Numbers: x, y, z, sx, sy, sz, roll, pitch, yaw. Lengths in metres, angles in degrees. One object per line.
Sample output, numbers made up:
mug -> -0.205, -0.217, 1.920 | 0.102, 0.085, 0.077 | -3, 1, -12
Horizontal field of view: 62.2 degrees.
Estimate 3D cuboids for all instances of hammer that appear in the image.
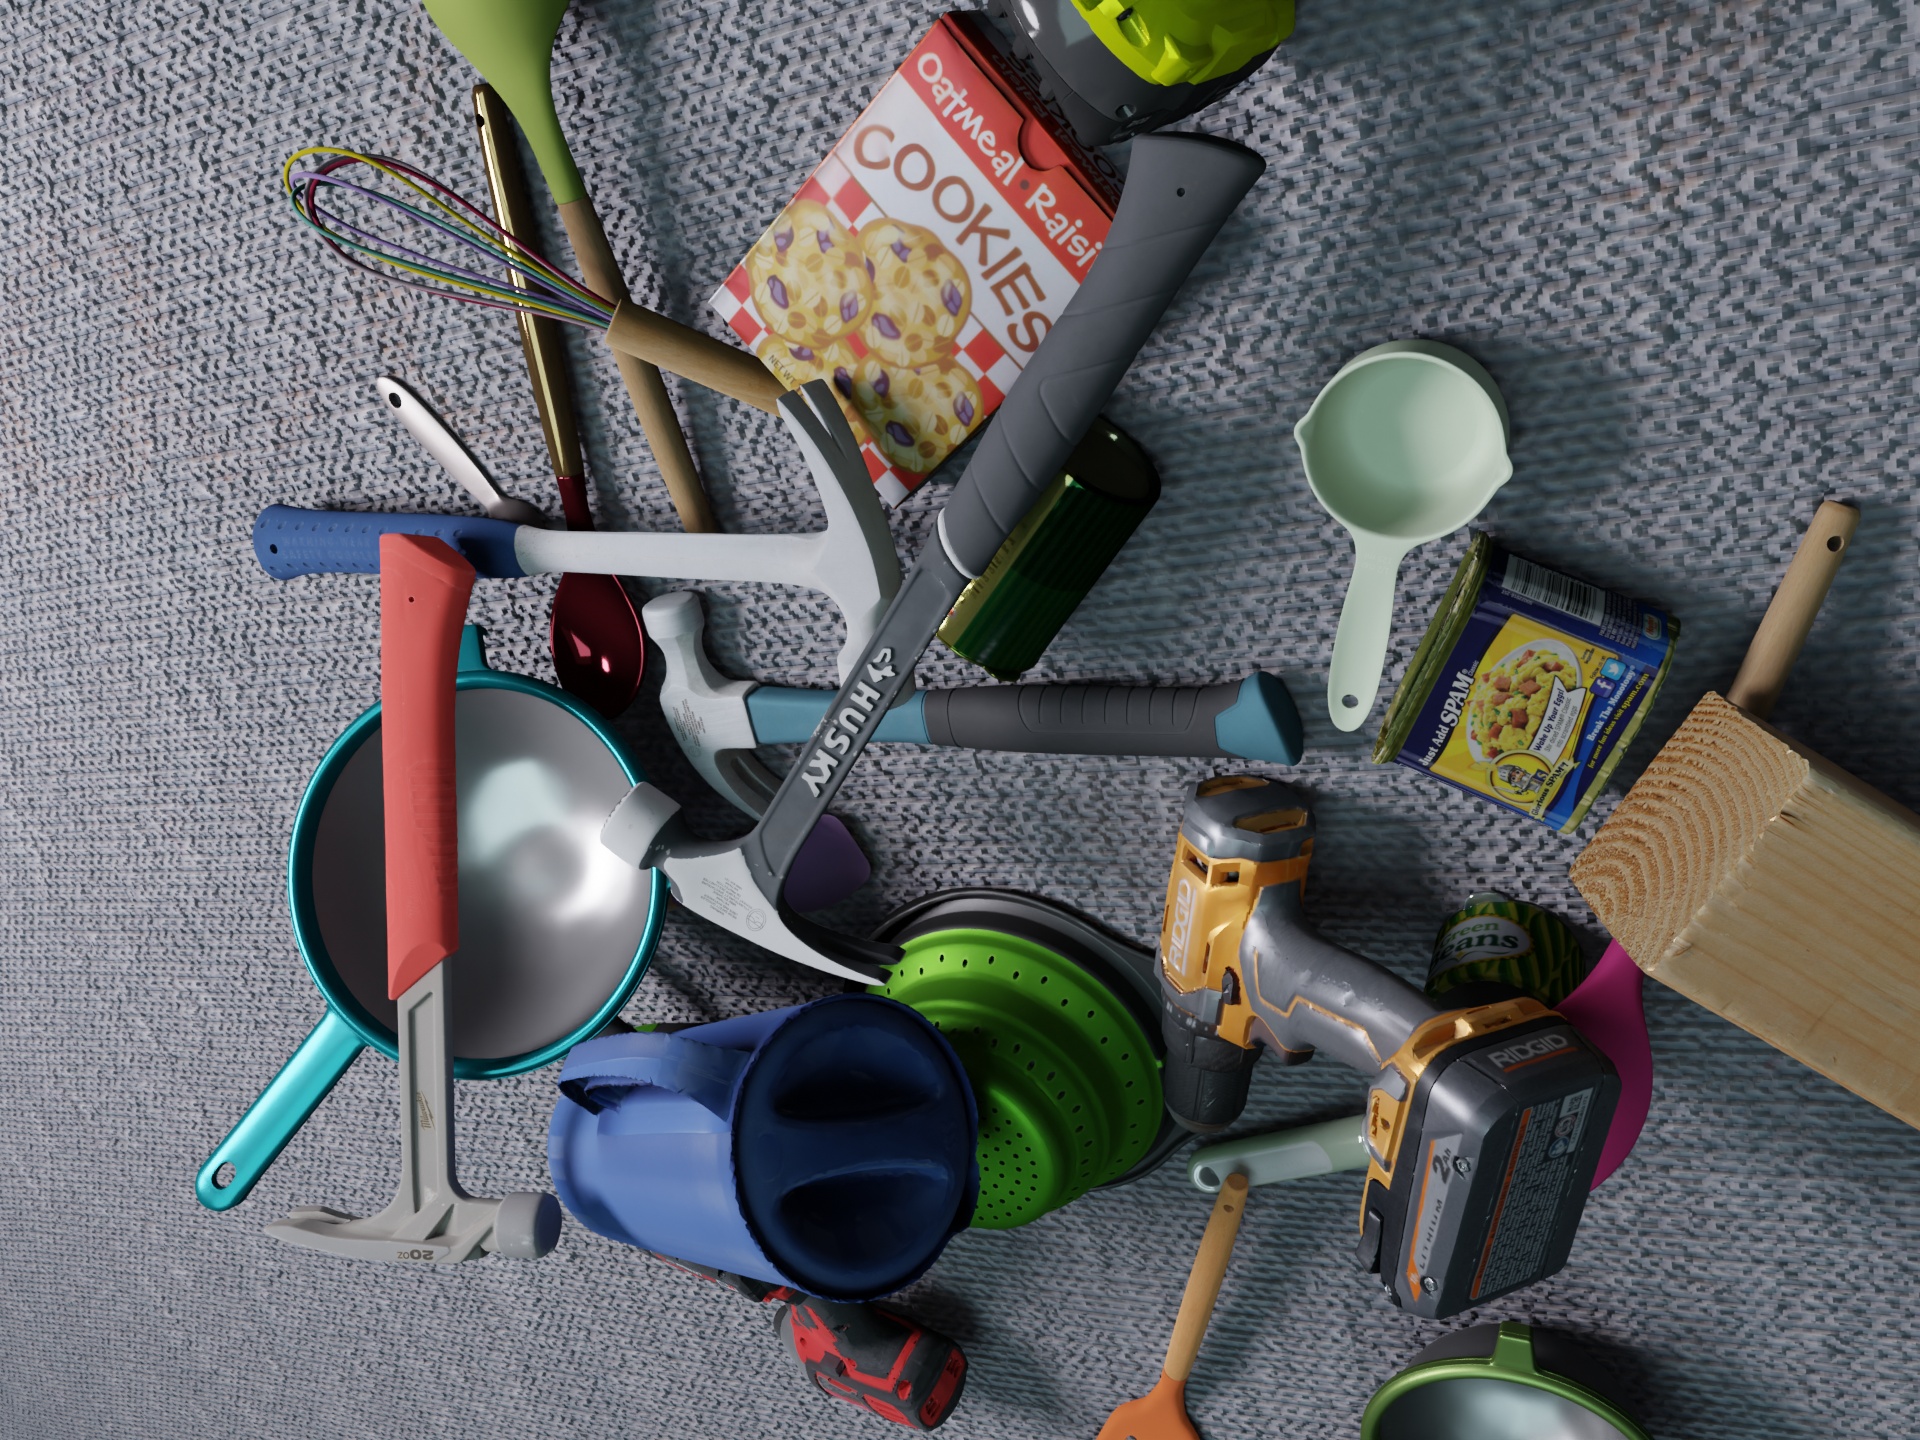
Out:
hammer -> -0.006, -0.053, 0.648 | 0.149, 0.036, 0.408 | 35, 118, 1
hammer -> -0.275, 0.088, 0.788 | 0.149, 0.036, 0.359 | 0, 94, 11
hammer -> -0.206, -0.090, 0.784 | 0.406, 0.035, 0.144 | 5, 116, 30
hammer -> -0.001, -0.002, 0.771 | 0.331, 0.033, 0.128 | 1, 117, 26

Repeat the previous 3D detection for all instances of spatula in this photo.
spatula -> 0.125, 0.365, 0.906 | 0.081, 0.041, 0.322 | 19, 131, 16
spatula -> -0.182, 0.108, 0.933 | 0.316, 0.018, 0.059 | -16, 116, 32

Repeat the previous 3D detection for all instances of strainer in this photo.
strainer -> 0.256, 0.390, 0.849 | 0.151, 0.069, 0.256 | 43, 128, -5
strainer -> -0.284, 0.129, 0.865 | 0.211, 0.095, 0.340 | 41, 96, 10

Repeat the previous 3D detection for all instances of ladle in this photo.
ladle -> -0.162, -0.217, 0.729 | 0.078, 0.062, 0.319 | -5, 122, 21
ladle -> -0.201, -0.148, 0.790 | 0.069, 0.031, 0.315 | 10, 120, 30

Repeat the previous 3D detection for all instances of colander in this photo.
colander -> -0.055, 0.206, 0.879 | 0.397, 0.094, 0.204 | -7, 114, 29

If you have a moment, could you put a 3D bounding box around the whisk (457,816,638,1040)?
whisk -> -0.257, 0.123, 0.936 | 0.284, 0.070, 0.070 | 50, 127, 0

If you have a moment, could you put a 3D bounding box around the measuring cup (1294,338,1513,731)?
measuring cup -> 0.173, -0.073, 0.644 | 0.083, 0.038, 0.167 | 15, 125, 18

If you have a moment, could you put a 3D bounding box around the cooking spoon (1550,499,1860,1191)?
cooking spoon -> 0.280, 0.065, 0.634 | 0.069, 0.017, 0.318 | 18, 110, 5

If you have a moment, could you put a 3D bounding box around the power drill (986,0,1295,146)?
power drill -> 0.124, -0.277, 0.478 | 0.223, 0.171, 0.080 | -27, 98, 43

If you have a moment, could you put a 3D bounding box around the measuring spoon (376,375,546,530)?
measuring spoon -> -0.266, -0.131, 0.835 | 0.124, 0.018, 0.034 | 48, 127, -5

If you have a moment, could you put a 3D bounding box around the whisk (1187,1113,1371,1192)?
whisk -> 0.211, 0.204, 0.779 | 0.246, 0.059, 0.058 | -25, 95, 39

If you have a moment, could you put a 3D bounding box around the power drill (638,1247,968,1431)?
power drill -> -0.098, 0.345, 0.966 | 0.143, 0.078, 0.219 | 4, 138, 40

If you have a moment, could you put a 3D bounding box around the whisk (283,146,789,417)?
whisk -> -0.172, -0.185, 0.694 | 0.245, 0.051, 0.047 | 21, 116, -16

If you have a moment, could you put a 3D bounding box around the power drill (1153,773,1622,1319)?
power drill -> 0.160, 0.152, 0.690 | 0.226, 0.084, 0.185 | 44, 137, 52
